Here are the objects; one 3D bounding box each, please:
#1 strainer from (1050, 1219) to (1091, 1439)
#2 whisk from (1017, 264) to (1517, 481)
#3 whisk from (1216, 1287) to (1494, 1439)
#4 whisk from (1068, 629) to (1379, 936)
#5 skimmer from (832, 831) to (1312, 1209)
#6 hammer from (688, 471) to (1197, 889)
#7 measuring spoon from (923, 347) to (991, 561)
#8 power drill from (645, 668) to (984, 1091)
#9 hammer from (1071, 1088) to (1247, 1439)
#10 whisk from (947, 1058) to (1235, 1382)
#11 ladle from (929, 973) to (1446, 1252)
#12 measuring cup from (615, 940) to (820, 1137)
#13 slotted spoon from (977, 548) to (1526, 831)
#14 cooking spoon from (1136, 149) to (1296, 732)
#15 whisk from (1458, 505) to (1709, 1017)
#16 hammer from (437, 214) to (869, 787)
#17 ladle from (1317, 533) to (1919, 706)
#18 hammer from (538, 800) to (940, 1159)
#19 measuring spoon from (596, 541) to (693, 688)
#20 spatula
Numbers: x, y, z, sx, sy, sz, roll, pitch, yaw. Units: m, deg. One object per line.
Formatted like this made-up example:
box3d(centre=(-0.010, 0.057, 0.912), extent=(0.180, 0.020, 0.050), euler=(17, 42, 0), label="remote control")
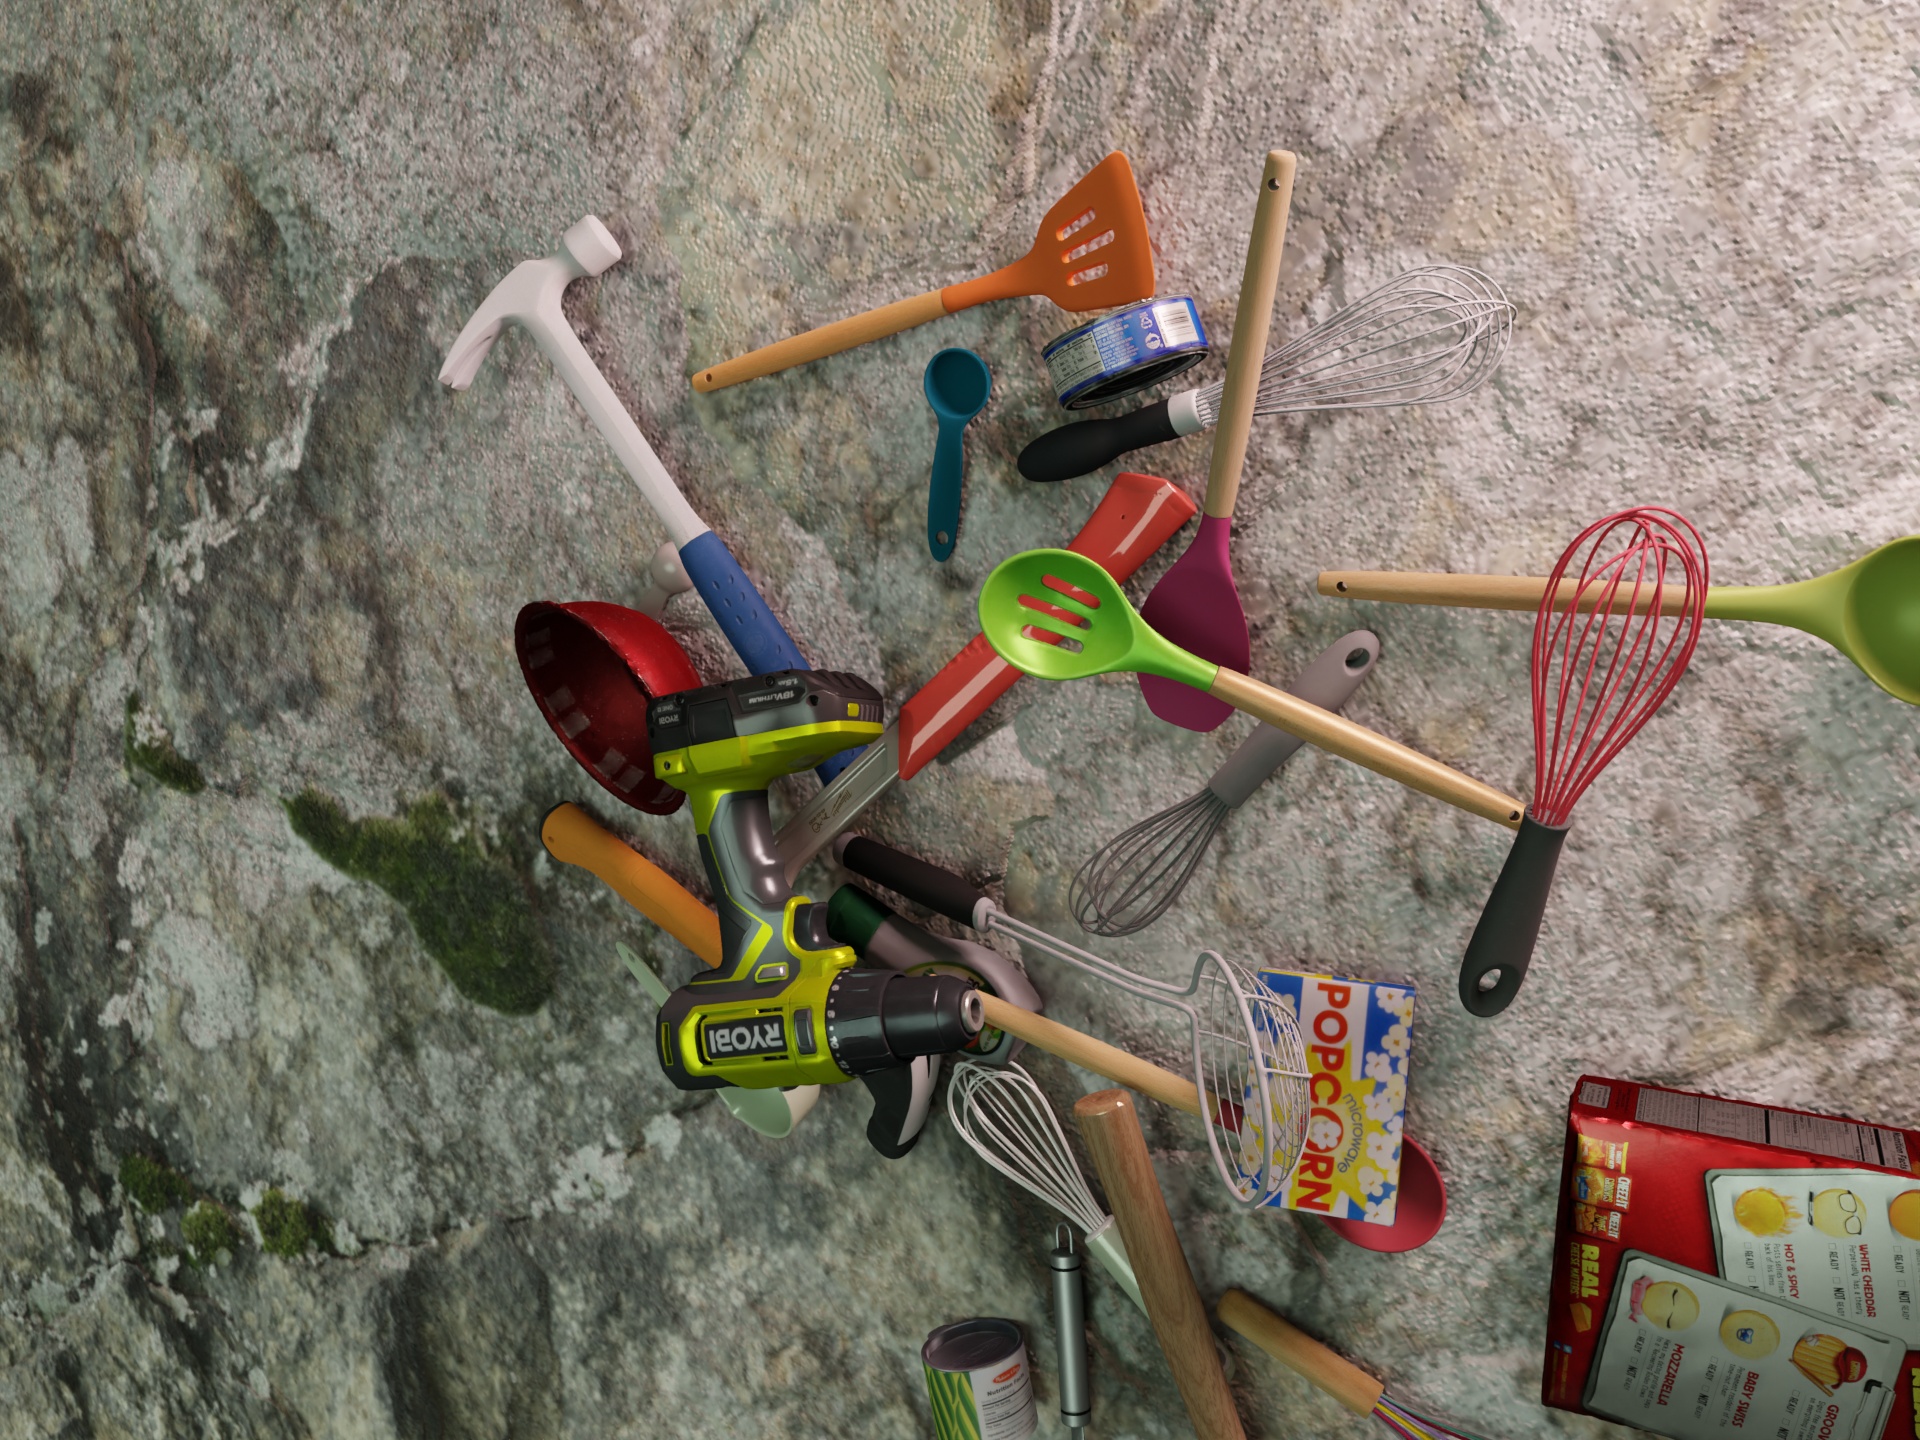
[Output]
box3d(centre=(0.075, 0.439, 0.989), extent=(0.087, 0.050, 0.258), euler=(-2, 92, 56), label="strainer")
box3d(centre=(0.150, -0.173, 0.842), extent=(0.284, 0.070, 0.070), euler=(-13, 93, 32), label="whisk")
box3d(centre=(0.253, 0.395, 0.892), extent=(0.245, 0.047, 0.051), euler=(29, 111, 23), label="whisk")
box3d(centre=(0.145, 0.038, 0.887), extent=(0.055, 0.055, 0.239), euler=(46, 110, 13), label="whisk")
box3d(centre=(0.040, 0.143, 0.885), extent=(0.363, 0.090, 0.127), euler=(21, 126, 37), label="skimmer")
box3d(centre=(-0.001, -0.003, 0.920), extent=(0.359, 0.036, 0.149), euler=(-42, 70, 16), label="hammer")
box3d(centre=(-0.003, -0.158, 0.947), extent=(0.042, 0.021, 0.128), euler=(16, 114, 23), label="measuring spoon")
box3d(centre=(-0.088, 0.091, 0.892), extent=(0.190, 0.080, 0.228), euler=(-11, 83, 25), label="power drill")
box3d(centre=(0.132, 0.367, 0.920), extent=(0.130, 0.031, 0.331), euler=(-17, 98, 24), label="hammer")
box3d(centre=(0.079, 0.303, 0.966), extent=(0.246, 0.058, 0.059), euler=(49, 151, 8), label="whisk")
box3d(centre=(0.122, 0.214, 0.910), extent=(0.315, 0.031, 0.069), euler=(22, 94, 12), label="ladle")
box3d(centre=(-0.155, 0.194, 1.024), extent=(0.168, 0.038, 0.083), euler=(44, 140, 13), label="measuring cup")
box3d(centre=(0.156, -0.009, 0.840), extent=(0.314, 0.031, 0.070), euler=(24, 101, 6), label="slotted spoon")
box3d(centre=(0.139, -0.132, 0.829), extent=(0.069, 0.017, 0.318), euler=(20, 125, 23), label="cooking spoon")
box3d(centre=(0.293, 0.030, 0.779), extent=(0.073, 0.073, 0.295), euler=(21, 124, 22), label="whisk")
box3d(centre=(-0.180, -0.119, 1.014), extent=(0.144, 0.035, 0.405), euler=(-35, 84, 8), label="hammer")
box3d(centre=(0.328, -0.057, 0.773), extent=(0.320, 0.062, 0.078), euler=(6, 107, 28), label="ladle")
box3d(centre=(-0.153, 0.148, 1.041), extent=(0.337, 0.034, 0.127), euler=(33, 136, 21), label="hammer")
box3d(centre=(-0.216, -0.067, 1.062), extent=(0.034, 0.018, 0.124), euler=(43, 114, 14), label="measuring spoon")
box3d(centre=(-0.033, -0.240, 0.931), extent=(0.322, 0.041, 0.081), euler=(-11, 94, 28), label="spatula")
